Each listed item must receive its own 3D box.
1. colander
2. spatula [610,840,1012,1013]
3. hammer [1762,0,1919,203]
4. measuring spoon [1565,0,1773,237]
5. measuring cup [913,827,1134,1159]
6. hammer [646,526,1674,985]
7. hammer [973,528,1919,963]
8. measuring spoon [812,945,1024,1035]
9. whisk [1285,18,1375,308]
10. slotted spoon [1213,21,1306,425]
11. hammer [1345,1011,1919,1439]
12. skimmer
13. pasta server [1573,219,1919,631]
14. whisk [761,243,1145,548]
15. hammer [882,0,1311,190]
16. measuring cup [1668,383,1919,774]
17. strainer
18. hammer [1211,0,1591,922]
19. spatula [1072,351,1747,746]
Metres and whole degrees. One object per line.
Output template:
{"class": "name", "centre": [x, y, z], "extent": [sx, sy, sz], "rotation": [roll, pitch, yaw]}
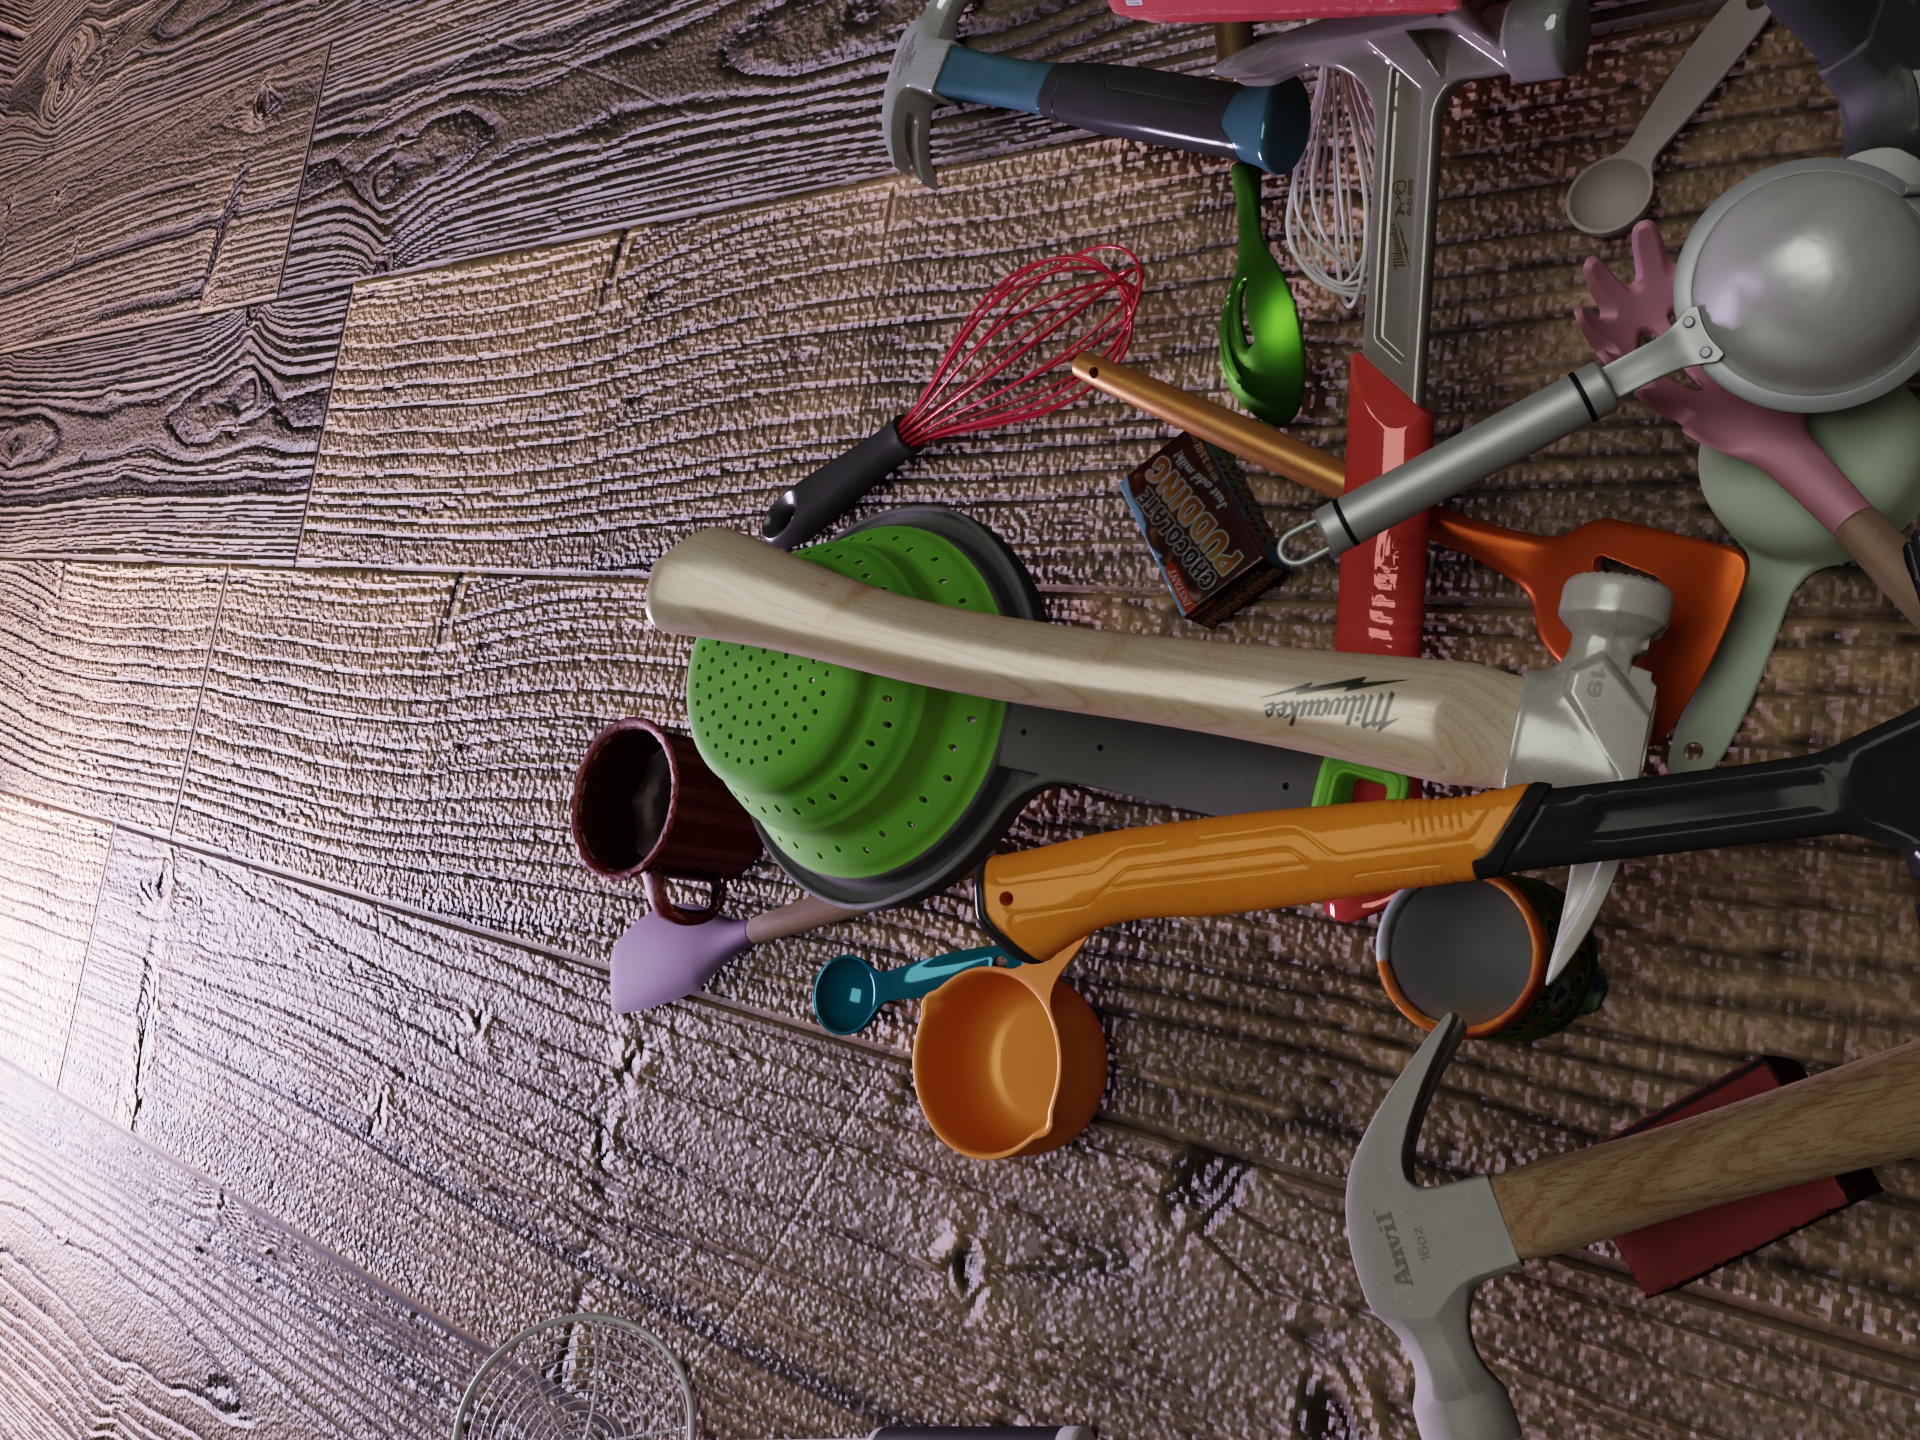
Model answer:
{"class": "colander", "centre": [-0.001, -0.002, 0.707], "extent": [0.397, 0.094, 0.204], "rotation": [12, 87, 40]}
{"class": "spatula", "centre": [-0.097, 0.110, 0.887], "extent": [0.316, 0.018, 0.060], "rotation": [-21, 64, 36]}
{"class": "hammer", "centre": [0.223, -0.311, 0.530], "extent": [0.146, 0.334, 0.035], "rotation": [-63, 17, -20]}
{"class": "measuring spoon", "centre": [0.294, -0.248, 0.646], "extent": [0.034, 0.018, 0.124], "rotation": [43, 101, 38]}
{"class": "measuring cup", "centre": [0.048, 0.126, 0.741], "extent": [0.095, 0.052, 0.173], "rotation": [40, 104, 38]}
{"class": "hammer", "centre": [0.050, -0.011, 0.632], "extent": [0.411, 0.038, 0.146], "rotation": [11, 83, 23]}
{"class": "hammer", "centre": [0.160, 0.032, 0.538], "extent": [0.337, 0.034, 0.127], "rotation": [-11, 82, 23]}
{"class": "measuring spoon", "centre": [-0.019, 0.135, 0.821], "extent": [0.128, 0.021, 0.042], "rotation": [-16, 69, 27]}
{"class": "whisk", "centre": [0.175, -0.304, 0.738], "extent": [0.058, 0.059, 0.246], "rotation": [0, 73, 2]}
{"class": "slotted spoon", "centre": [0.135, -0.287, 0.769], "extent": [0.070, 0.031, 0.314], "rotation": [117, 154, -69]}
{"class": "hammer", "centre": [0.281, 0.120, 0.495], "extent": [0.331, 0.031, 0.130], "rotation": [-23, 64, 15]}
{"class": "skimmer", "centre": [-0.104, 0.353, 0.791], "extent": [0.363, 0.090, 0.127], "rotation": [-18, 38, 34]}
{"class": "pasta server", "centre": [0.309, -0.048, 0.516], "extent": [0.060, 0.040, 0.317], "rotation": [-35, 59, 13]}
{"class": "whisk", "centre": [-0.015, -0.164, 0.858], "extent": [0.296, 0.073, 0.073], "rotation": [-28, 63, 39]}
{"class": "hammer", "centre": [0.057, -0.324, 0.816], "extent": [0.331, 0.033, 0.128], "rotation": [36, 105, 49]}
{"class": "measuring cup", "centre": [0.293, -0.055, 0.582], "extent": [0.083, 0.038, 0.167], "rotation": [25, 94, 41]}
{"class": "strainer", "centre": [0.225, -0.116, 0.544], "extent": [0.258, 0.050, 0.087], "rotation": [-28, 79, 20]}
{"class": "hammer", "centre": [0.164, -0.098, 0.643], "extent": [0.149, 0.036, 0.359], "rotation": [8, 100, 42]}
{"class": "spatula", "centre": [0.169, -0.098, 0.677], "extent": [0.323, 0.041, 0.081], "rotation": [32, 118, 31]}
